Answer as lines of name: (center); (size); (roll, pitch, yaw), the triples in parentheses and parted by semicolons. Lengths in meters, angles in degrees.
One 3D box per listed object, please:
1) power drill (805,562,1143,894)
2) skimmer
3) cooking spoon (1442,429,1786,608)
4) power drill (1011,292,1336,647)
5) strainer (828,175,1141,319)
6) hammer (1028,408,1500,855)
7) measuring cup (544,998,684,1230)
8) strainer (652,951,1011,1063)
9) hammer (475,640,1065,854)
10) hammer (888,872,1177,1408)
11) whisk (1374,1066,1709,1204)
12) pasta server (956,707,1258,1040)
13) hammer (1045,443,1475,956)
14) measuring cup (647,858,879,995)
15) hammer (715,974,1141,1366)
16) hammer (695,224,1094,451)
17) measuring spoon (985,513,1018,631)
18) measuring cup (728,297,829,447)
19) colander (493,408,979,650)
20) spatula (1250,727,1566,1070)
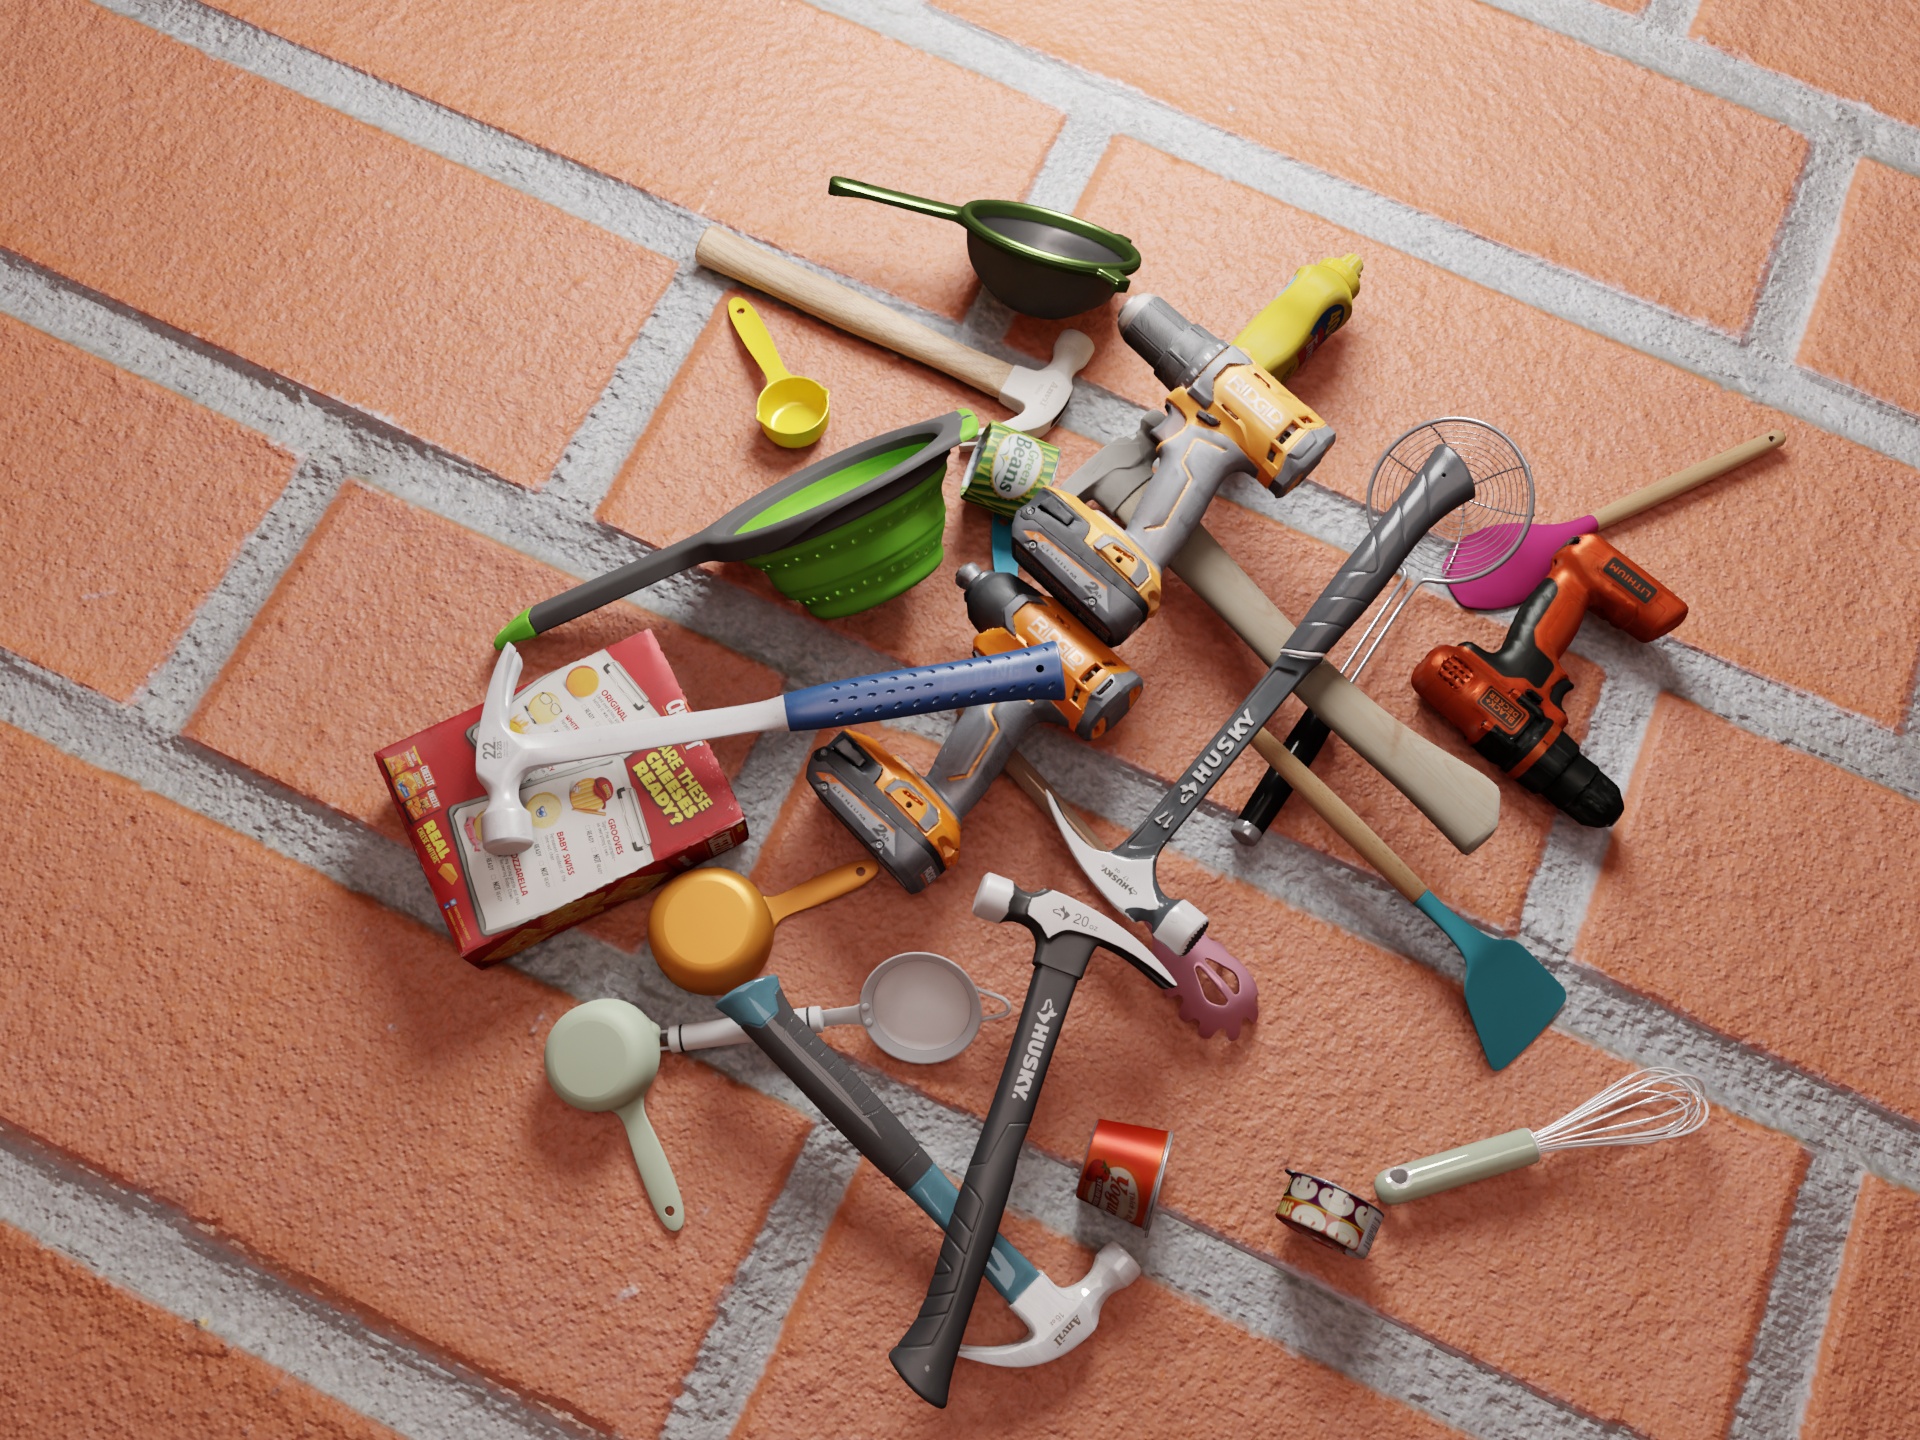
power drill: (-0.002, -0.004, 1.154); (0.226, 0.084, 0.164); (-43, 73, -9)
skimmer: (0.305, -0.067, 1.197); (0.127, 0.090, 0.363); (30, 73, 21)
cooking spoon: (0.531, -0.169, 1.281); (0.319, 0.017, 0.069); (-24, 75, -9)
power drill: (0.134, -0.189, 1.163); (0.185, 0.084, 0.226); (44, 86, 8)
strainer: (0.014, -0.375, 1.279); (0.256, 0.069, 0.152); (14, 30, -2)
hammer: (0.227, -0.052, 1.176); (0.146, 0.038, 0.411); (-42, 70, -2)
measuring cup: (-0.229, 0.270, 1.081); (0.083, 0.038, 0.168); (-26, 79, 3)
strainer: (-0.094, 0.206, 1.114); (0.258, 0.050, 0.086); (-8, 107, 0)
hammer: (-0.132, -0.009, 1.097); (0.405, 0.035, 0.144); (-9, 72, -2)
hammer: (0.032, 0.280, 1.050); (0.146, 0.035, 0.335); (20, 75, -2)
whisk: (0.406, 0.294, 1.110); (0.246, 0.059, 0.058); (-15, 36, -4)
pasta server: (0.103, 0.104, 1.167); (0.060, 0.040, 0.316); (-38, 73, -14)
hammer: (0.227, -0.034, 1.136); (0.149, 0.036, 0.409); (38, 86, 20)
measuring cup: (-0.139, 0.131, 1.129); (0.173, 0.052, 0.095); (-22, 74, -8)
hammer: (-0.037, 0.296, 1.071); (0.128, 0.033, 0.331); (-44, 86, -14)
hammer: (-0.066, -0.320, 1.295); (0.331, 0.031, 0.130); (26, 72, 6)
measuring spoon: (0.034, -0.110, 1.241); (0.042, 0.021, 0.129); (3, 62, -7)
measuring cup: (-0.153, -0.282, 1.286); (0.062, 0.029, 0.157); (-23, 63, -10)
colander: (-0.153, -0.107, 1.186); (0.397, 0.205, 0.094); (-23, 109, 6)
spatula: (0.309, 0.111, 1.152); (0.082, 0.044, 0.317); (-42, 82, -13)
